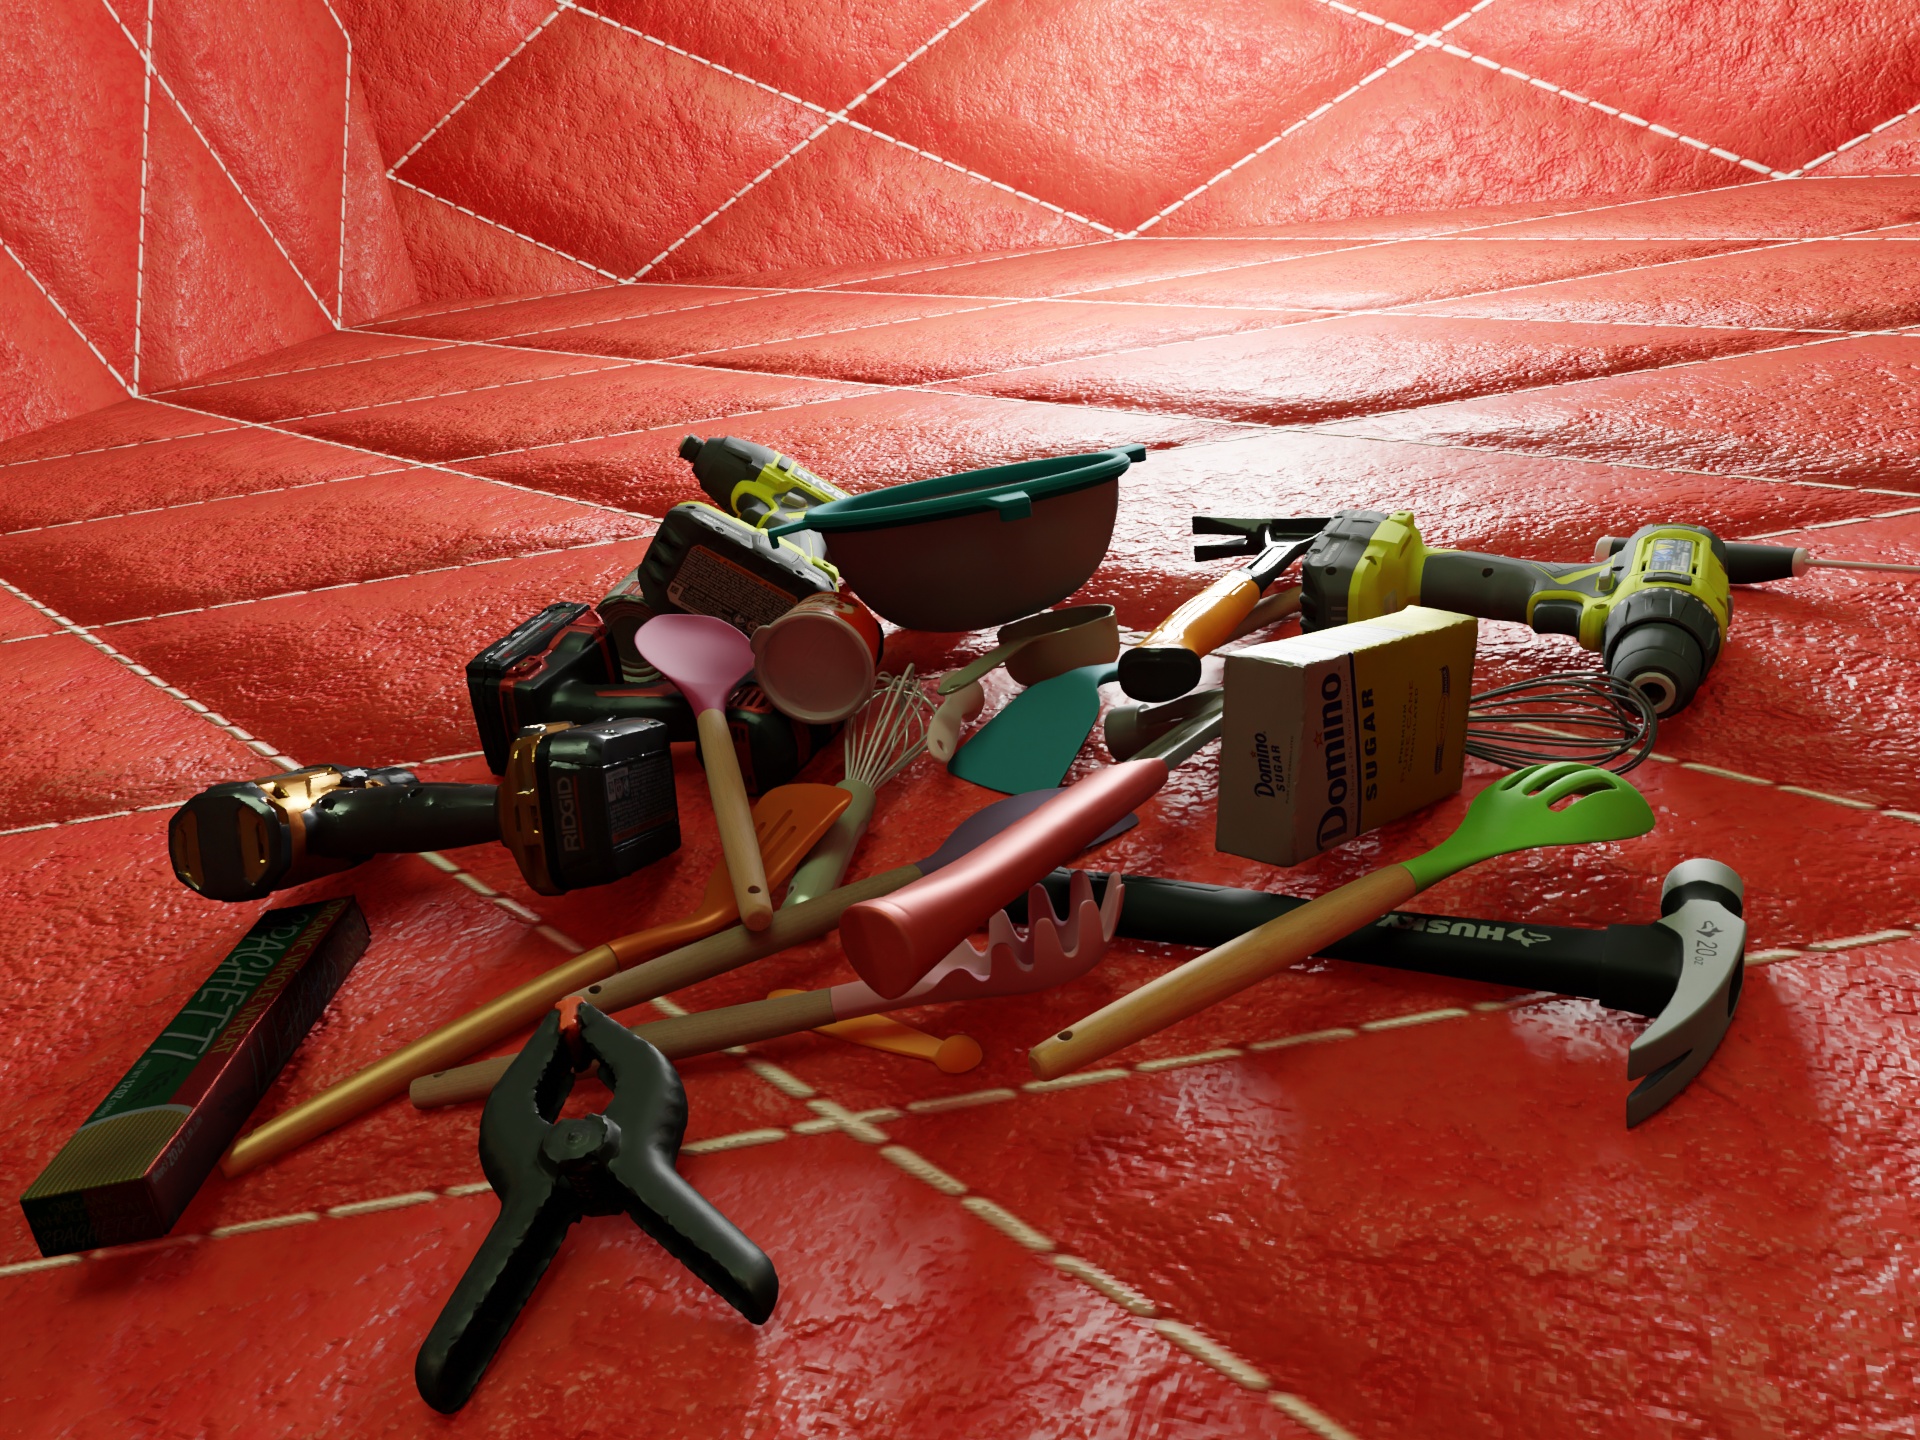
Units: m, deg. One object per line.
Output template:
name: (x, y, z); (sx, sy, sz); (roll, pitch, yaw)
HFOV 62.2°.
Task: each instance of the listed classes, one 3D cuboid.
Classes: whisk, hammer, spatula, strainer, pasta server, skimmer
whisk: (0.241, -0.001, 0.842); (0.239, 0.055, 0.055); (2, 26, 32)
hammer: (0.067, 0.038, 0.718); (0.149, 0.036, 0.359); (-11, 9, 33)
spatula: (0.127, -0.031, 0.978); (0.317, 0.044, 0.082); (-23, 26, -39)
strainer: (0.045, -0.124, 1.071); (0.211, 0.095, 0.340); (-2, 13, 35)
spatula: (-0.043, 0.082, 0.756); (0.316, 0.018, 0.060); (-18, 35, -35)
pasta server: (-0.082, 0.119, 0.676); (0.316, 0.040, 0.060); (-13, 8, 2)
spatula: (-0.187, 0.113, 0.739); (0.322, 0.041, 0.081); (-27, 17, -33)
whisk: (-0.055, 0.038, 0.859); (0.059, 0.057, 0.246); (26, 32, -4)
hammer: (0.159, -0.077, 0.981); (0.127, 0.034, 0.337); (4, 20, 25)
skimmer: (0.566, -0.117, 0.935); (0.363, 0.090, 0.127); (9, -3, 39)
hammer: (0.148, 0.092, 0.680); (0.335, 0.035, 0.146); (4, 26, 27)

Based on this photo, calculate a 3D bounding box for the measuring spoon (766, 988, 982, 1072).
measuring spoon: (-0.040, 0.130, 0.687); (0.117, 0.011, 0.021); (10, 30, 35)

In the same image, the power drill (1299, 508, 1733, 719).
power drill: (0.317, -0.061, 0.914); (0.228, 0.080, 0.190); (7, 28, 25)

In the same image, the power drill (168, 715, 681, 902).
power drill: (-0.268, 0.047, 0.849); (0.226, 0.084, 0.185); (-5, 4, 9)

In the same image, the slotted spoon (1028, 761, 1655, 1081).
slotted spoon: (0.161, 0.075, 0.639); (0.313, 0.031, 0.070); (-21, 24, -24)

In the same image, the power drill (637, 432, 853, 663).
power drill: (-0.147, -0.133, 1.155); (0.171, 0.080, 0.223); (29, 26, -9)

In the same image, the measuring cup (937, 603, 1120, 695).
measuring cup: (0.039, -0.030, 0.965); (0.083, 0.038, 0.167); (-3, 18, 37)

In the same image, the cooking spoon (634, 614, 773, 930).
cooking spoon: (-0.128, 0.013, 0.834); (0.068, 0.017, 0.319); (1, 28, -17)

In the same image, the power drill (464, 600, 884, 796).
power drill: (-0.169, -0.024, 0.999); (0.227, 0.080, 0.188); (4, 27, 20)

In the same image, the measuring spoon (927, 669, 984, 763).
measuring spoon: (-0.001, -0.003, 0.926); (0.018, 0.034, 0.124); (-35, 11, 17)
